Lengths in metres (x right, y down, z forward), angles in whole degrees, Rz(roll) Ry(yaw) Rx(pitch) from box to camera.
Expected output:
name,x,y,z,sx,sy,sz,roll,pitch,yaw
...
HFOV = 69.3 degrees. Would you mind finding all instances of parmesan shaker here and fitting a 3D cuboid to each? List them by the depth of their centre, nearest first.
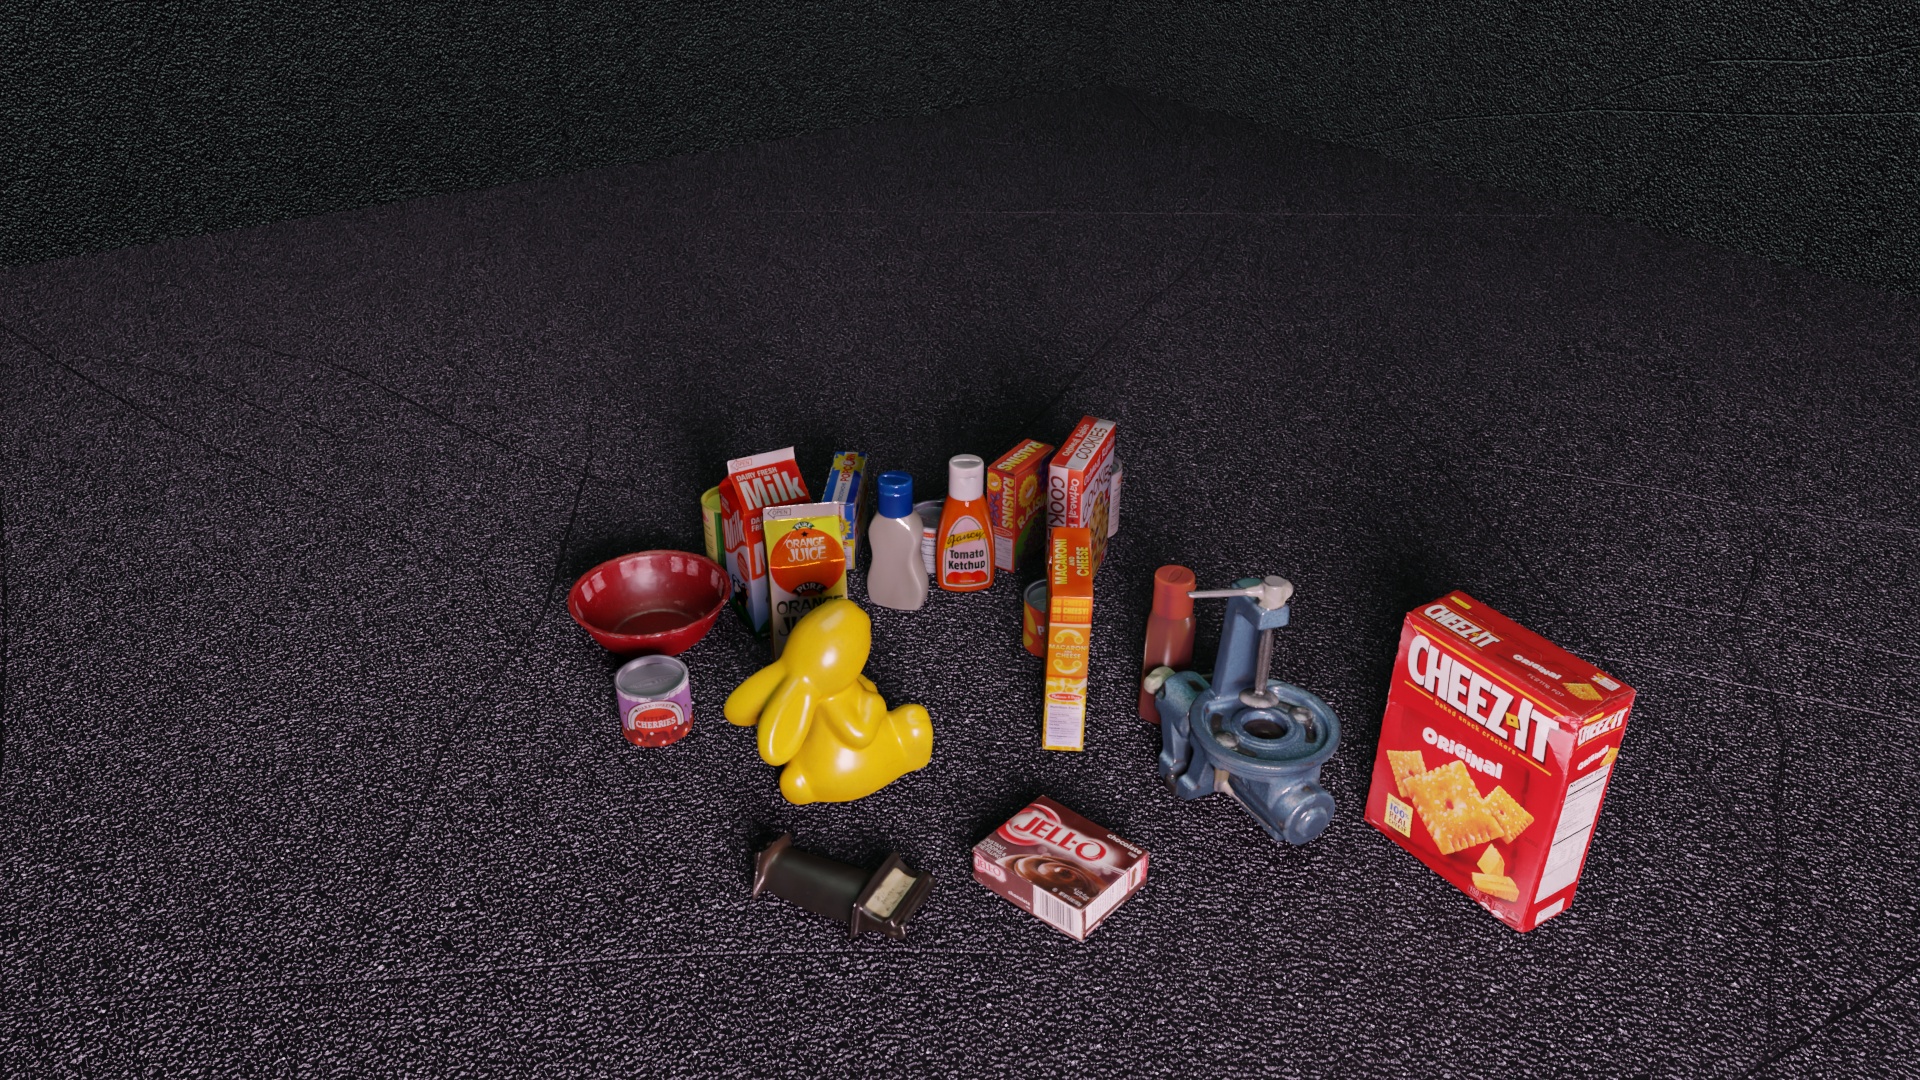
name,x,y,z,sx,sy,sz,roll,pitch,yaw
parmesan shaker,-0.241,-0.002,1.489,0.071,0.102,0.071,0,30,0

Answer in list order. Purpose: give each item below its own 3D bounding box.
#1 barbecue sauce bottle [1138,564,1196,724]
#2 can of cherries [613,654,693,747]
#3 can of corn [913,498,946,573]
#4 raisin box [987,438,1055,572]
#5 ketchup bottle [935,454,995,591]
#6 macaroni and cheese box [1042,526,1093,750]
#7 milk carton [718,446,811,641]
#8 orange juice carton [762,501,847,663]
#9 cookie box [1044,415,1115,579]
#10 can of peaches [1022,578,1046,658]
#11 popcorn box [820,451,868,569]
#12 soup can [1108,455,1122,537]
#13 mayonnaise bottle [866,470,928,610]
name,x,y,z,sx,sy,sz,roll,pitch,yaw
barbecue sauce bottle,0.193,0.094,1.282,0.044,0.147,0.065,14,33,23
can of cherries,-0.280,0.148,1.273,0.071,0.058,0.072,0,30,0
can of corn,-0.025,-0.006,1.541,0.071,0.058,0.071,0,30,0
raisin box,0.066,-0.039,1.536,0.040,0.122,0.086,19,35,29
ketchup bottle,0.005,-0.018,1.474,0.065,0.148,0.044,-2,30,-4
macaroni and cheese box,0.097,0.089,1.273,0.040,0.165,0.124,2,30,3
milk carton,-0.195,-0.003,1.403,0.072,0.189,0.073,-16,34,-26
orange juice carton,-0.145,0.050,1.312,0.072,0.191,0.073,-6,30,-11
cookie box,0.126,-0.032,1.480,0.040,0.166,0.123,11,32,18
can of peaches,0.096,0.080,1.395,0.071,0.057,0.071,0,30,0
popcorn box,-0.130,-0.035,1.564,0.038,0.084,0.127,2,30,3
soup can,0.148,-0.052,1.598,0.071,0.083,0.072,0,30,0
mayonnaise bottle,-0.066,0.000,1.442,0.065,0.147,0.041,10,31,16
